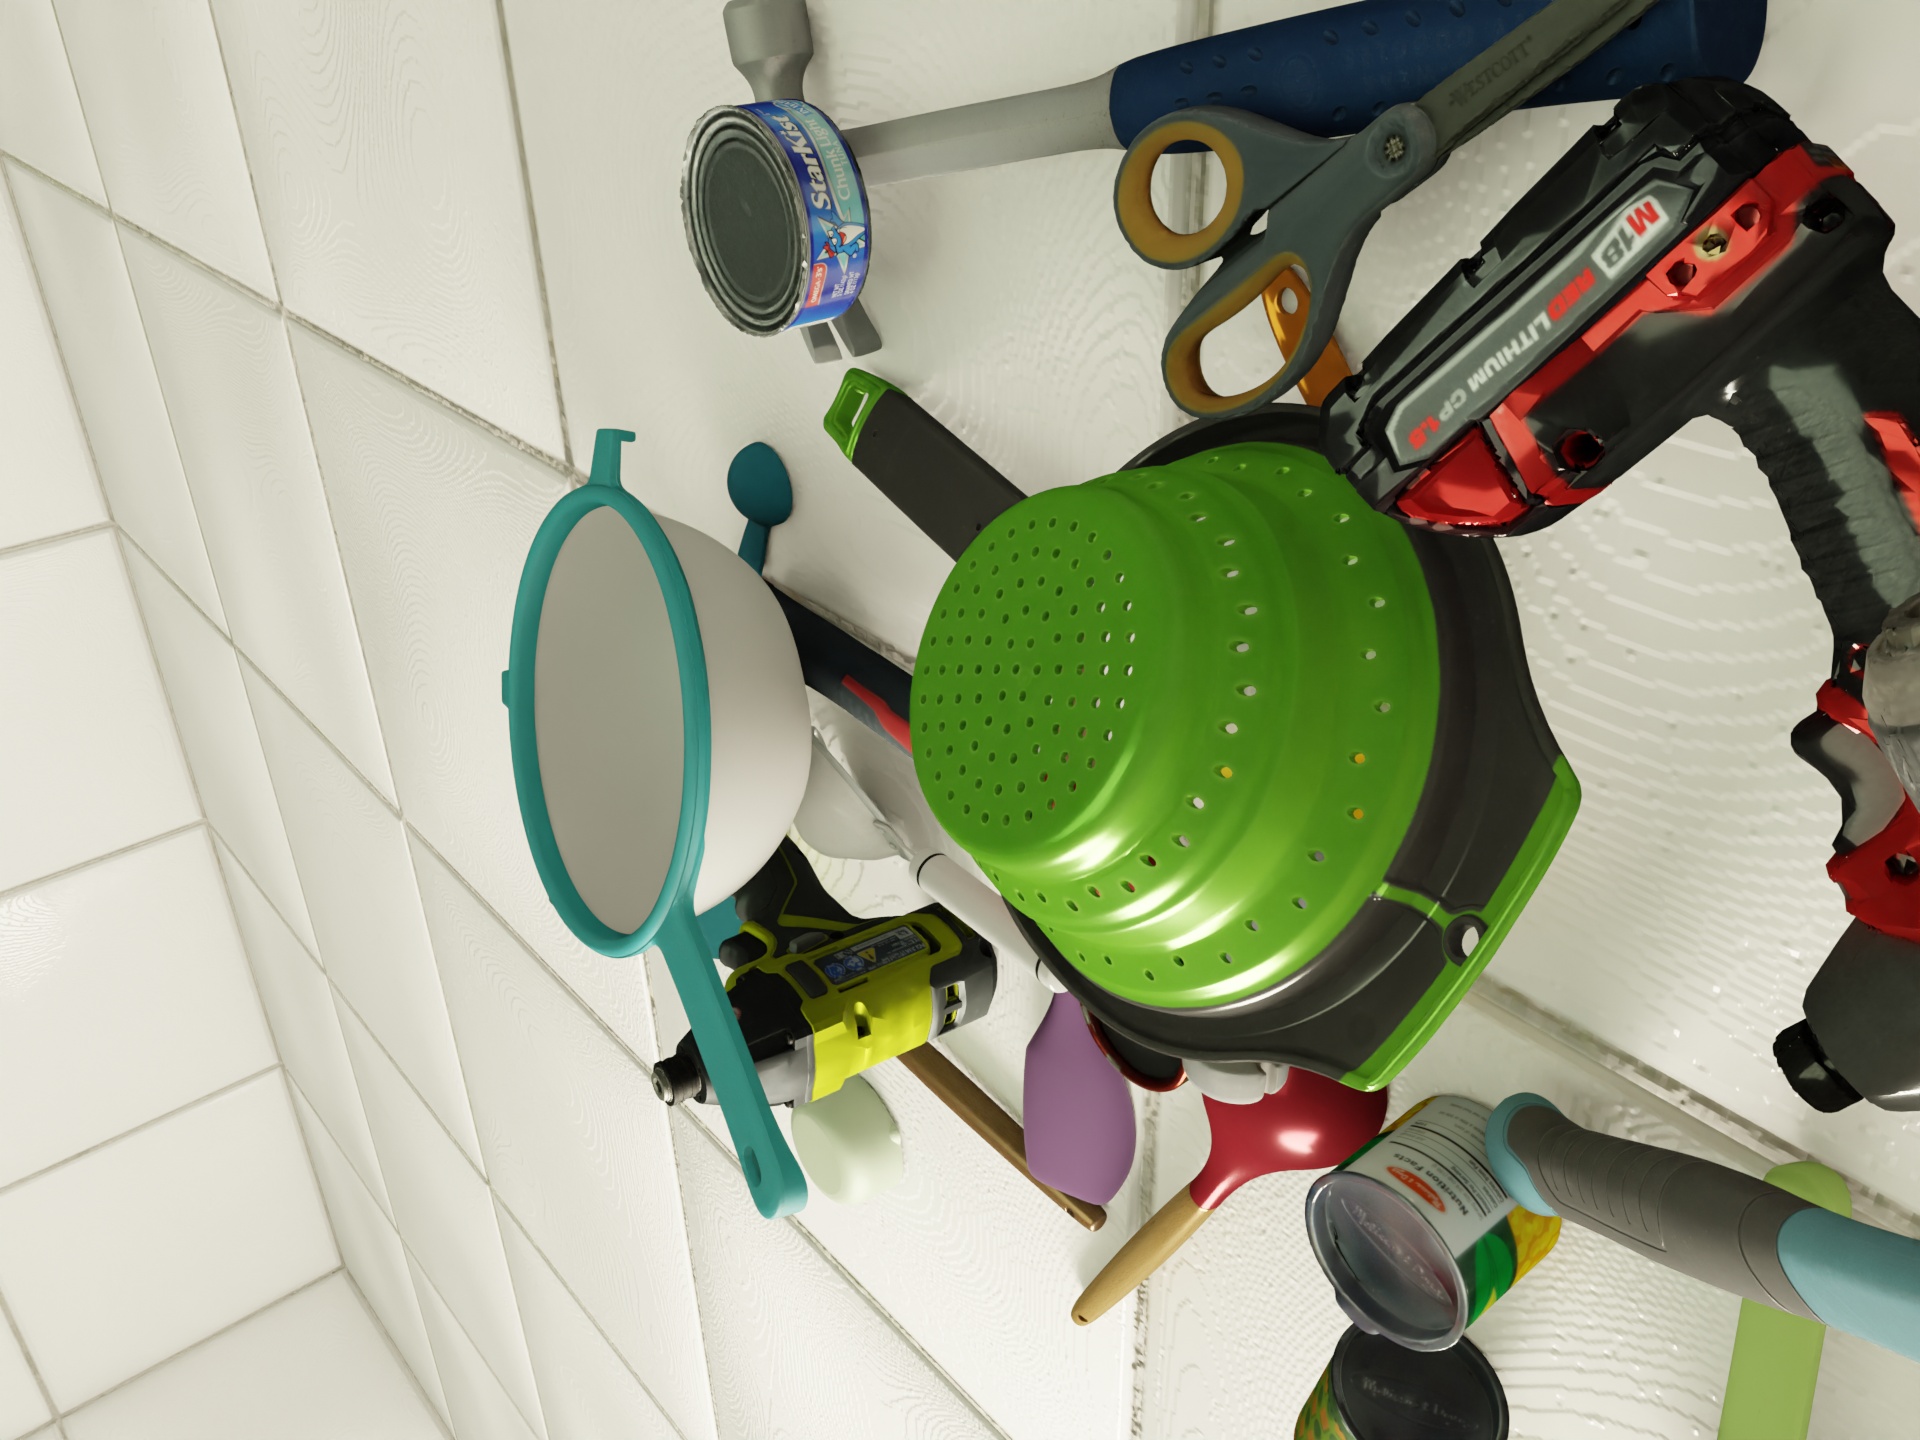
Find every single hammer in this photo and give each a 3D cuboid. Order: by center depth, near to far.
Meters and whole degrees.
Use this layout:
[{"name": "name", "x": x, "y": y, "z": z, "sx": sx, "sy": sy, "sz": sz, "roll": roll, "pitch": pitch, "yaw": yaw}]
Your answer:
[{"name": "hammer", "x": 0.191, "y": 0.121, "z": 0.365, "sx": 0.128, "sy": 0.033, "sz": 0.331, "roll": 56, "pitch": 175, "yaw": 6}, {"name": "hammer", "x": 0.048, "y": -0.190, "z": 0.513, "sx": 0.406, "sy": 0.035, "sz": 0.144, "roll": 15, "pitch": 121, "yaw": 50}, {"name": "hammer", "x": -0.001, "y": -0.002, "z": 0.667, "sx": 0.387, "sy": 0.038, "sz": 0.143, "roll": 34, "pitch": 132, "yaw": 47}]

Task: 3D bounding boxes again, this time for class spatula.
[{"name": "spatula", "x": 0.051, "y": 0.091, "z": 0.695, "sx": 0.060, "sy": 0.018, "sz": 0.315, "roll": 14, "pitch": 122, "yaw": 28}, {"name": "spatula", "x": -0.046, "y": 0.174, "z": 0.856, "sx": 0.318, "sy": 0.044, "sz": 0.082, "roll": 35, "pitch": 146, "yaw": 35}]

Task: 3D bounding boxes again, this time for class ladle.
[{"name": "ladle", "x": 0.097, "y": 0.214, "z": 0.695, "sx": 0.069, "sy": 0.031, "sz": 0.315, "roll": 31, "pitch": 142, "yaw": 8}]

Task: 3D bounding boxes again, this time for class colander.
[{"name": "colander", "x": 0.014, "y": -0.047, "z": 0.530, "sx": 0.398, "sy": 0.094, "sz": 0.204, "roll": 48, "pitch": 116, "yaw": 47}]

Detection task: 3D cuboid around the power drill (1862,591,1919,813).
[{"name": "power drill", "x": 0.270, "y": 0.025, "z": 0.224, "sx": 0.226, "sy": 0.084, "sz": 0.185, "roll": -31, "pitch": 92, "yaw": 40}]

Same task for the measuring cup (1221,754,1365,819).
[{"name": "measuring cup", "x": 0.121, "y": 0.020, "z": 0.557, "sx": 0.157, "sy": 0.029, "sz": 0.062, "roll": 22, "pitch": 128, "yaw": 62}]

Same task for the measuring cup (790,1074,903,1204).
[{"name": "measuring cup", "x": -0.086, "y": 0.208, "z": 0.942, "sx": 0.083, "sy": 0.038, "sz": 0.167, "roll": -15, "pitch": 97, "yaw": 57}]

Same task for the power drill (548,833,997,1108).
[{"name": "power drill", "x": -0.113, "y": 0.101, "z": 0.799, "sx": 0.223, "sy": 0.171, "sz": 0.080, "roll": 37, "pitch": 133, "yaw": 42}]

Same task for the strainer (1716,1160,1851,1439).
[{"name": "strainer", "x": 0.253, "y": 0.252, "z": 0.484, "sx": 0.152, "sy": 0.069, "sz": 0.256, "roll": 20, "pitch": 109, "yaw": 59}]

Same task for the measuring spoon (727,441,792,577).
[{"name": "measuring spoon", "x": -0.113, "y": -0.086, "z": 0.814, "sx": 0.042, "sy": 0.021, "sz": 0.128, "roll": 49, "pitch": 142, "yaw": 25}]

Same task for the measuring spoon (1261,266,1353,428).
[{"name": "measuring spoon", "x": 0.123, "y": -0.093, "z": 0.493, "sx": 0.021, "sy": 0.011, "sz": 0.117, "roll": -38, "pitch": 74, "yaw": 58}]

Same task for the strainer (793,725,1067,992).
[{"name": "strainer", "x": -0.020, "y": 0.065, "z": 0.731, "sx": 0.259, "sy": 0.050, "sz": 0.086, "roll": 32, "pitch": 160, "yaw": 49}]

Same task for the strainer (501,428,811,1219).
[{"name": "strainer", "x": -0.104, "y": 0.049, "z": 0.703, "sx": 0.211, "sy": 0.095, "sz": 0.341, "roll": -54, "pitch": 52, "yaw": 42}]

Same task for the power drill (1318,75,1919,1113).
[{"name": "power drill", "x": 0.191, "y": -0.020, "z": 0.352, "sx": 0.220, "sy": 0.078, "sz": 0.143, "roll": 53, "pitch": 126, "yaw": 13}]
